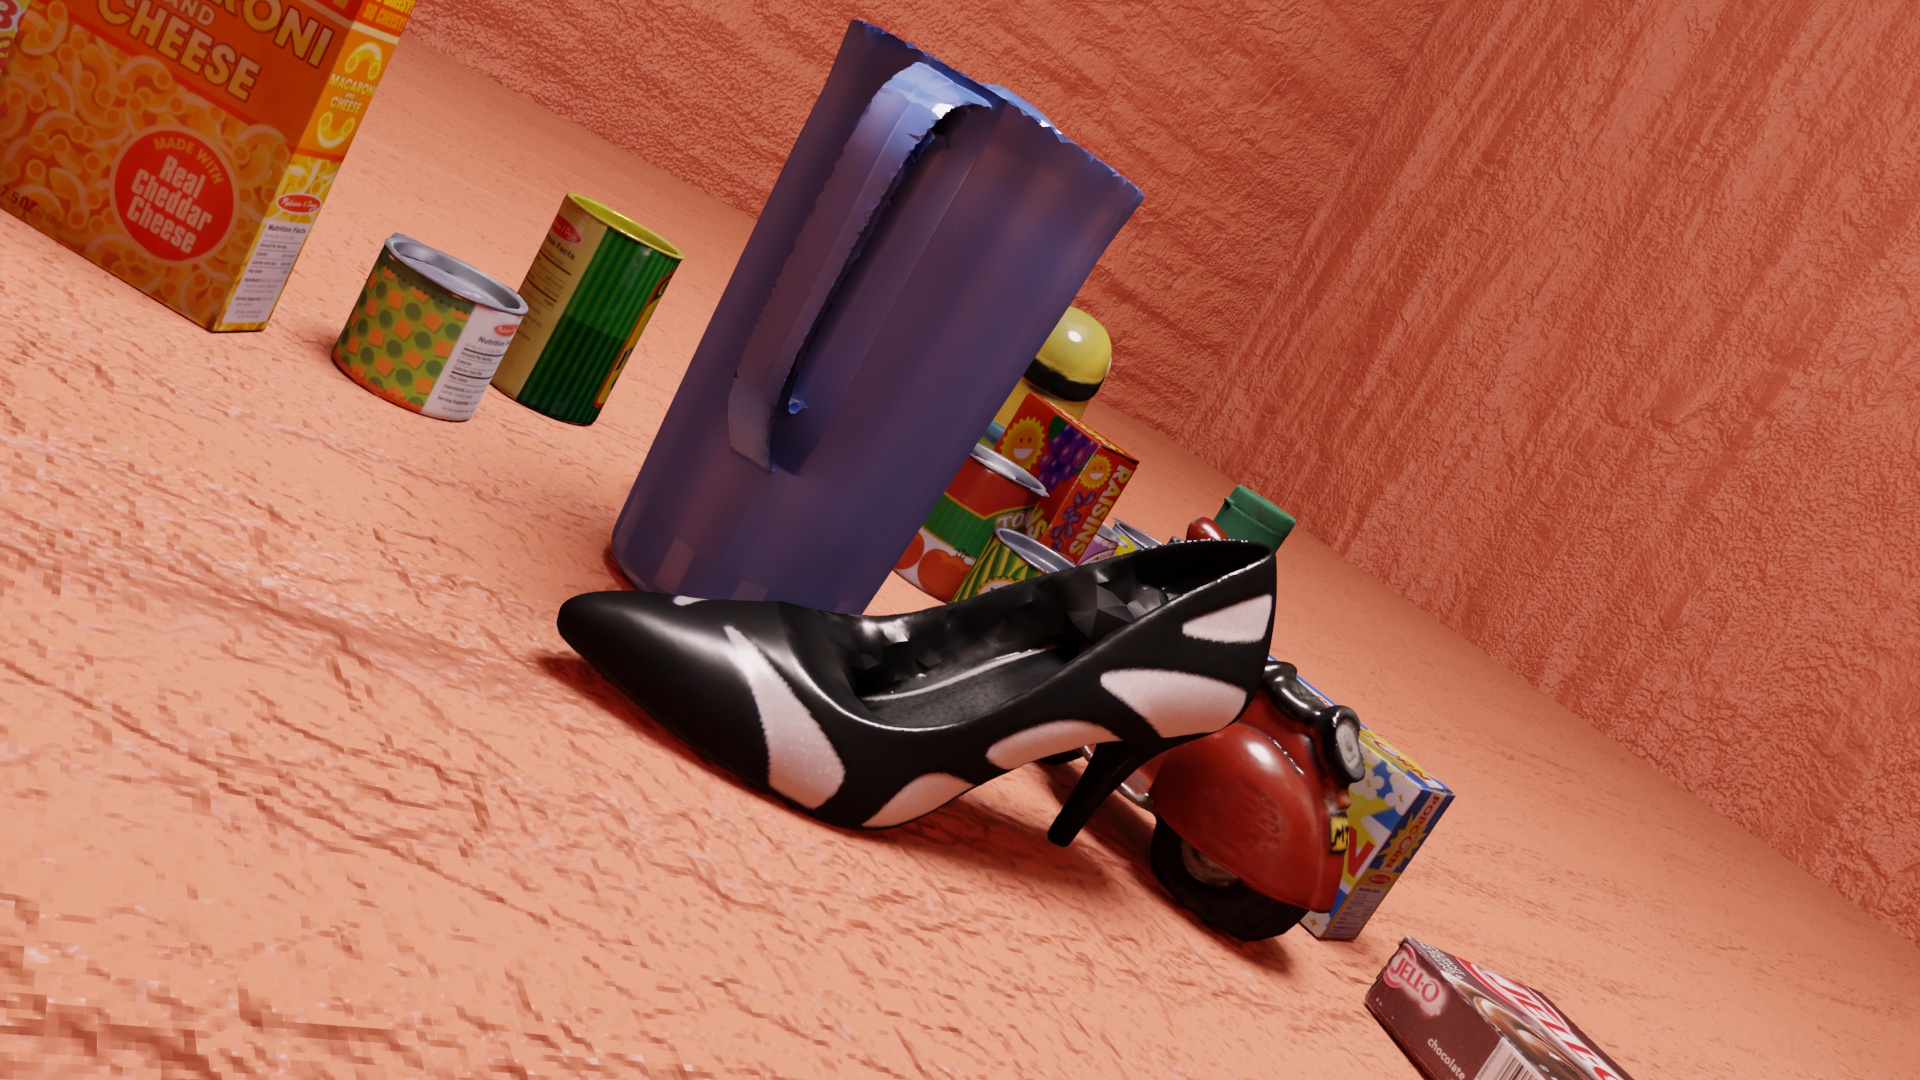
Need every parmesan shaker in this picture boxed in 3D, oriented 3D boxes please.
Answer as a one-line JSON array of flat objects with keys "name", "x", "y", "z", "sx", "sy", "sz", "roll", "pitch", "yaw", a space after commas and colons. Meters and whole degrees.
[{"name": "parmesan shaker", "x": -0.199, "y": -0.121, "z": 0.727, "sx": 0.071, "sy": 0.103, "sz": 0.071, "roll": 30, "pitch": 11, "yaw": -6}]

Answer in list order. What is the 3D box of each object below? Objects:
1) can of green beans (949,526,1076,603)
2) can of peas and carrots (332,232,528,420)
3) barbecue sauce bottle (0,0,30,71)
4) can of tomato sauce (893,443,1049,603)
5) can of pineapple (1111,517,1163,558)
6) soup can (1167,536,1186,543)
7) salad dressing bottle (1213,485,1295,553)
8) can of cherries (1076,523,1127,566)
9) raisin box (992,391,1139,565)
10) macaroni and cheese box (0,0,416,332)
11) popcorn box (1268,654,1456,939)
[{"name": "can of green beans", "x": 0.033, "y": 0.033, "z": 0.769, "sx": 0.071, "sy": 0.057, "sz": 0.071, "roll": 30, "pitch": 11, "yaw": -6}, {"name": "can of peas and carrots", "x": -0.240, "y": -0.096, "z": 0.625, "sx": 0.071, "sy": 0.058, "sz": 0.071, "roll": 30, "pitch": 11, "yaw": -6}, {"name": "barbecue sauce bottle", "x": -0.432, "y": -0.266, "z": 0.640, "sx": 0.065, "sy": 0.148, "sz": 0.044, "roll": 21, "pitch": 14, "yaw": -42}, {"name": "can of tomato sauce", "x": 0.003, "y": -0.010, "z": 0.818, "sx": 0.071, "sy": 0.083, "sz": 0.071, "roll": 30, "pitch": 11, "yaw": -6}, {"name": "can of pineapple", "x": 0.131, "y": 0.025, "z": 1.058, "sx": 0.071, "sy": 0.057, "sz": 0.071, "roll": 30, "pitch": 11, "yaw": -6}, {"name": "soup can", "x": 0.147, "y": 0.049, "z": 0.932, "sx": 0.071, "sy": 0.083, "sz": 0.071, "roll": 30, "pitch": 11, "yaw": -6}, {"name": "salad dressing bottle", "x": 0.122, "y": 0.042, "z": 0.734, "sx": 0.044, "sy": 0.147, "sz": 0.064, "roll": 29, "pitch": 11, "yaw": -11}, {"name": "can of cherries", "x": 0.073, "y": 0.009, "z": 0.981, "sx": 0.071, "sy": 0.058, "sz": 0.071, "roll": 30, "pitch": 11, "yaw": -6}, {"name": "raisin box", "x": 0.045, "y": -0.019, "z": 0.858, "sx": 0.040, "sy": 0.123, "sz": 0.086, "roll": 23, "pitch": 14, "yaw": -38}, {"name": "macaroni and cheese box", "x": -0.311, "y": -0.188, "z": 0.563, "sx": 0.124, "sy": 0.166, "sz": 0.040, "roll": 31, "pitch": 11, "yaw": 0}, {"name": "popcorn box", "x": 0.155, "y": 0.115, "z": 0.661, "sx": 0.038, "sy": 0.085, "sz": 0.127, "roll": 19, "pitch": 16, "yaw": -48}]
